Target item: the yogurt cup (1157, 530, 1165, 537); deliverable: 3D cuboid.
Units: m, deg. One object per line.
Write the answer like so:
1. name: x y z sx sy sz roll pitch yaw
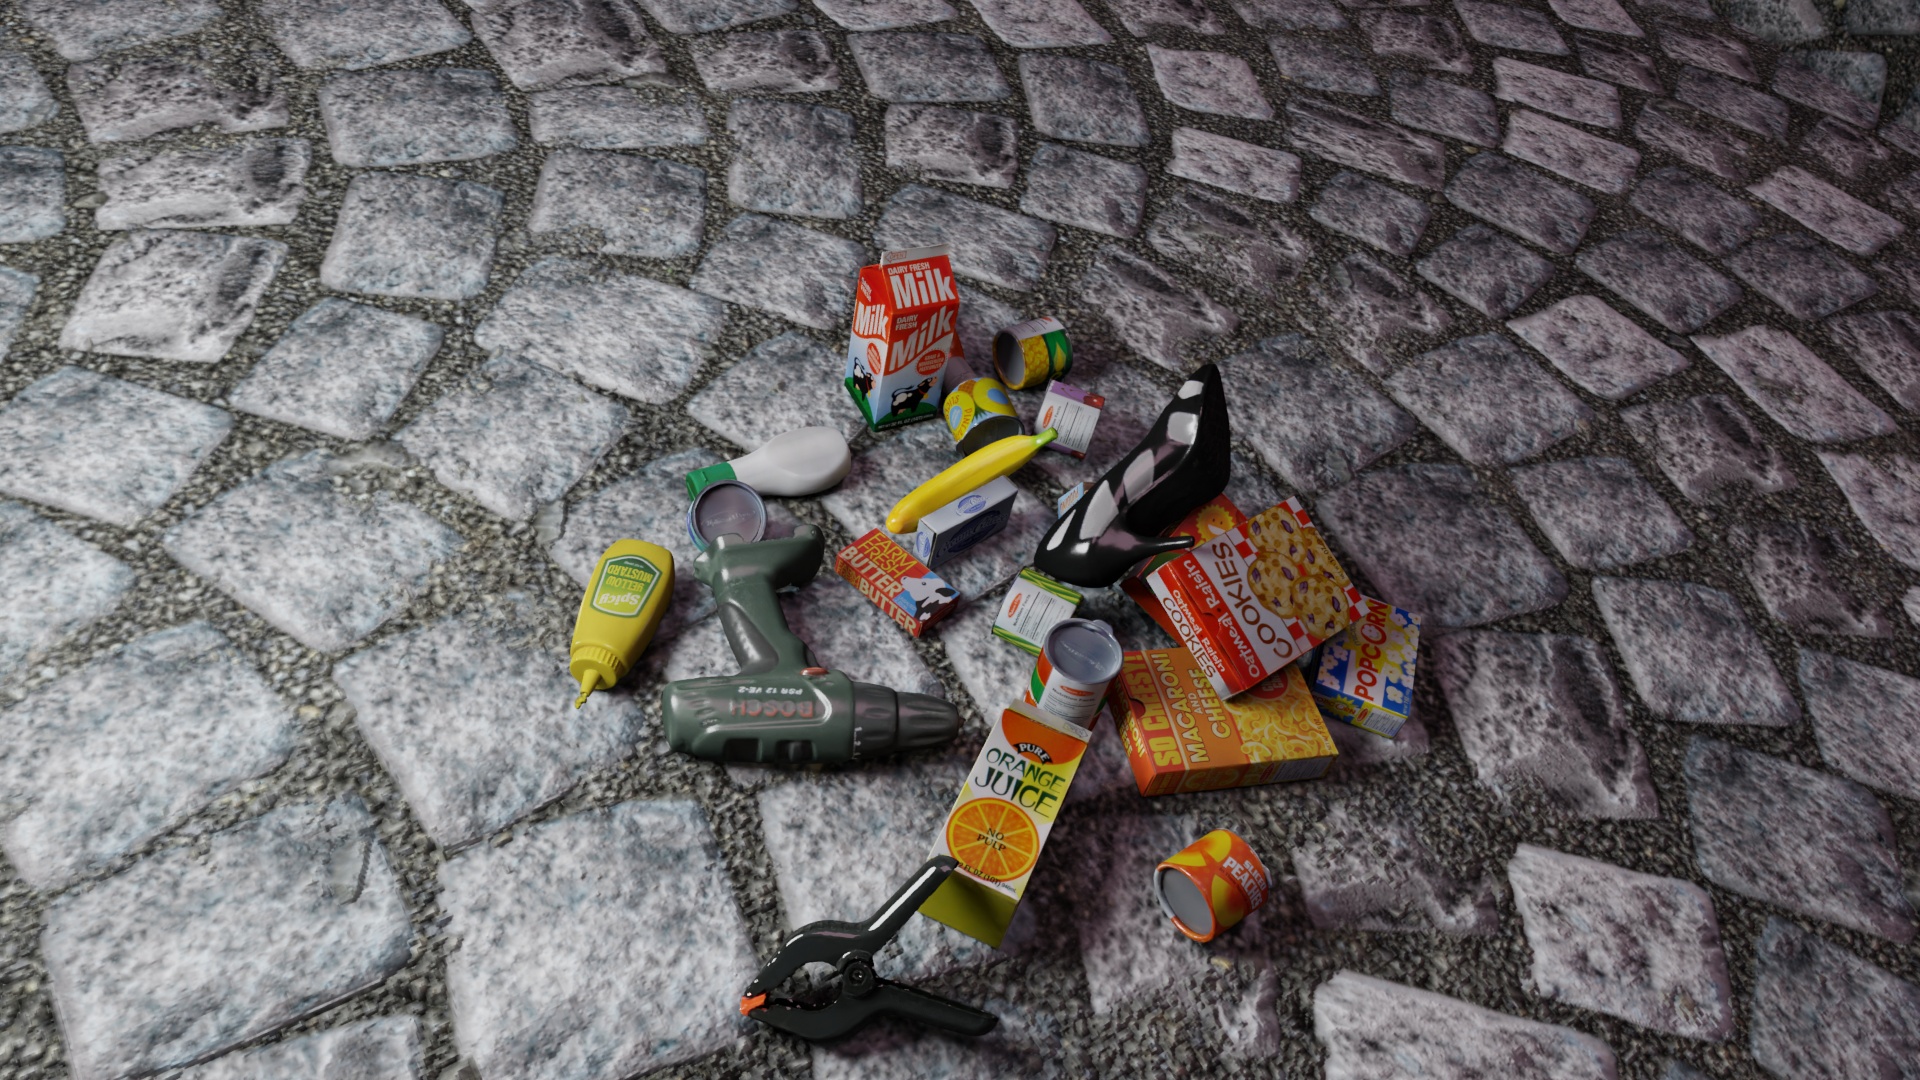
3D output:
1. yogurt cup: 0.216 -0.022 1.311 0.054 0.072 0.073 24 46 -3

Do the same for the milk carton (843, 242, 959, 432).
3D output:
1. milk carton: -0.055 -0.201 1.320 0.072 0.189 0.074 -15 53 -26

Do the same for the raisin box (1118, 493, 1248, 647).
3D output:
1. raisin box: 0.213 0.023 1.243 0.086 0.040 0.124 44 66 -4

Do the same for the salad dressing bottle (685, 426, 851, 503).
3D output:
1. salad dressing bottle: -0.175 -0.063 1.266 0.148 0.043 0.064 -17 59 -25

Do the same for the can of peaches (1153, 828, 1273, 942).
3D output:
1. can of peaches: 0.189 0.258 1.039 0.058 0.070 0.071 -23 57 -29

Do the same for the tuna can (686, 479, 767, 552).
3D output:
1. tuna can: -0.202 -0.015 1.204 0.071 0.032 0.071 4 77 -18

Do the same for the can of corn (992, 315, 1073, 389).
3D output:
1. can of corn: 0.074 -0.191 1.431 0.058 0.070 0.071 -18 55 -27

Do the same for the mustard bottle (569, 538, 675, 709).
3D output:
1. mustard bottle: -0.277 0.069 1.113 0.065 0.048 0.161 12 46 -1

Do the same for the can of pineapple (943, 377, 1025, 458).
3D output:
1. can of pineapple: 0.021 -0.116 1.345 0.071 0.070 0.058 -7 49 -20

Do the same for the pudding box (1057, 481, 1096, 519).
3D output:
1. pudding box: 0.124 -0.031 1.282 0.050 0.083 0.030 3 80 -12

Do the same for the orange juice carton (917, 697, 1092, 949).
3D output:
1. orange juice carton: 0.038 0.200 1.054 0.072 0.072 0.194 23 46 9

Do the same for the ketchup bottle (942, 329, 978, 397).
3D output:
1. ketchup bottle: -0.028 -0.199 1.427 0.065 0.043 0.149 -16 54 -25

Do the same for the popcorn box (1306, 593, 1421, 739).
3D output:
1. popcorn box: 0.360 0.107 1.242 0.085 0.038 0.127 20 46 6

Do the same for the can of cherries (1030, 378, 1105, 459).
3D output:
1. can of cherries: 0.106 -0.120 1.373 0.058 0.071 0.072 19 46 3

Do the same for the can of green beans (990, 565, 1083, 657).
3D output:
1. can of green beans: 0.066 0.064 1.192 0.058 0.070 0.071 26 47 10

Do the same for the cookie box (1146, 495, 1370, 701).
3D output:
1. cookie box: 0.257 0.047 1.190 0.168 0.040 0.123 -25 78 -32

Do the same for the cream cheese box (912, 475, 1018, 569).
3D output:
1. cream cheese box: 0.004 -0.016 1.258 0.104 0.053 0.024 -29 60 -33

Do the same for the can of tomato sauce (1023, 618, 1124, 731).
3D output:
1. can of tomato sauce: 0.092 0.113 1.140 0.071 0.082 0.071 7 47 -8

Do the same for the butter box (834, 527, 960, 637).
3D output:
1. butter box: -0.056 0.036 1.216 0.103 0.024 0.053 38 50 20

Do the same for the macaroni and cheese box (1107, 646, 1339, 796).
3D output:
1. macaroni and cheese box: 0.216 0.146 1.170 0.167 0.040 0.124 -3 48 -16
